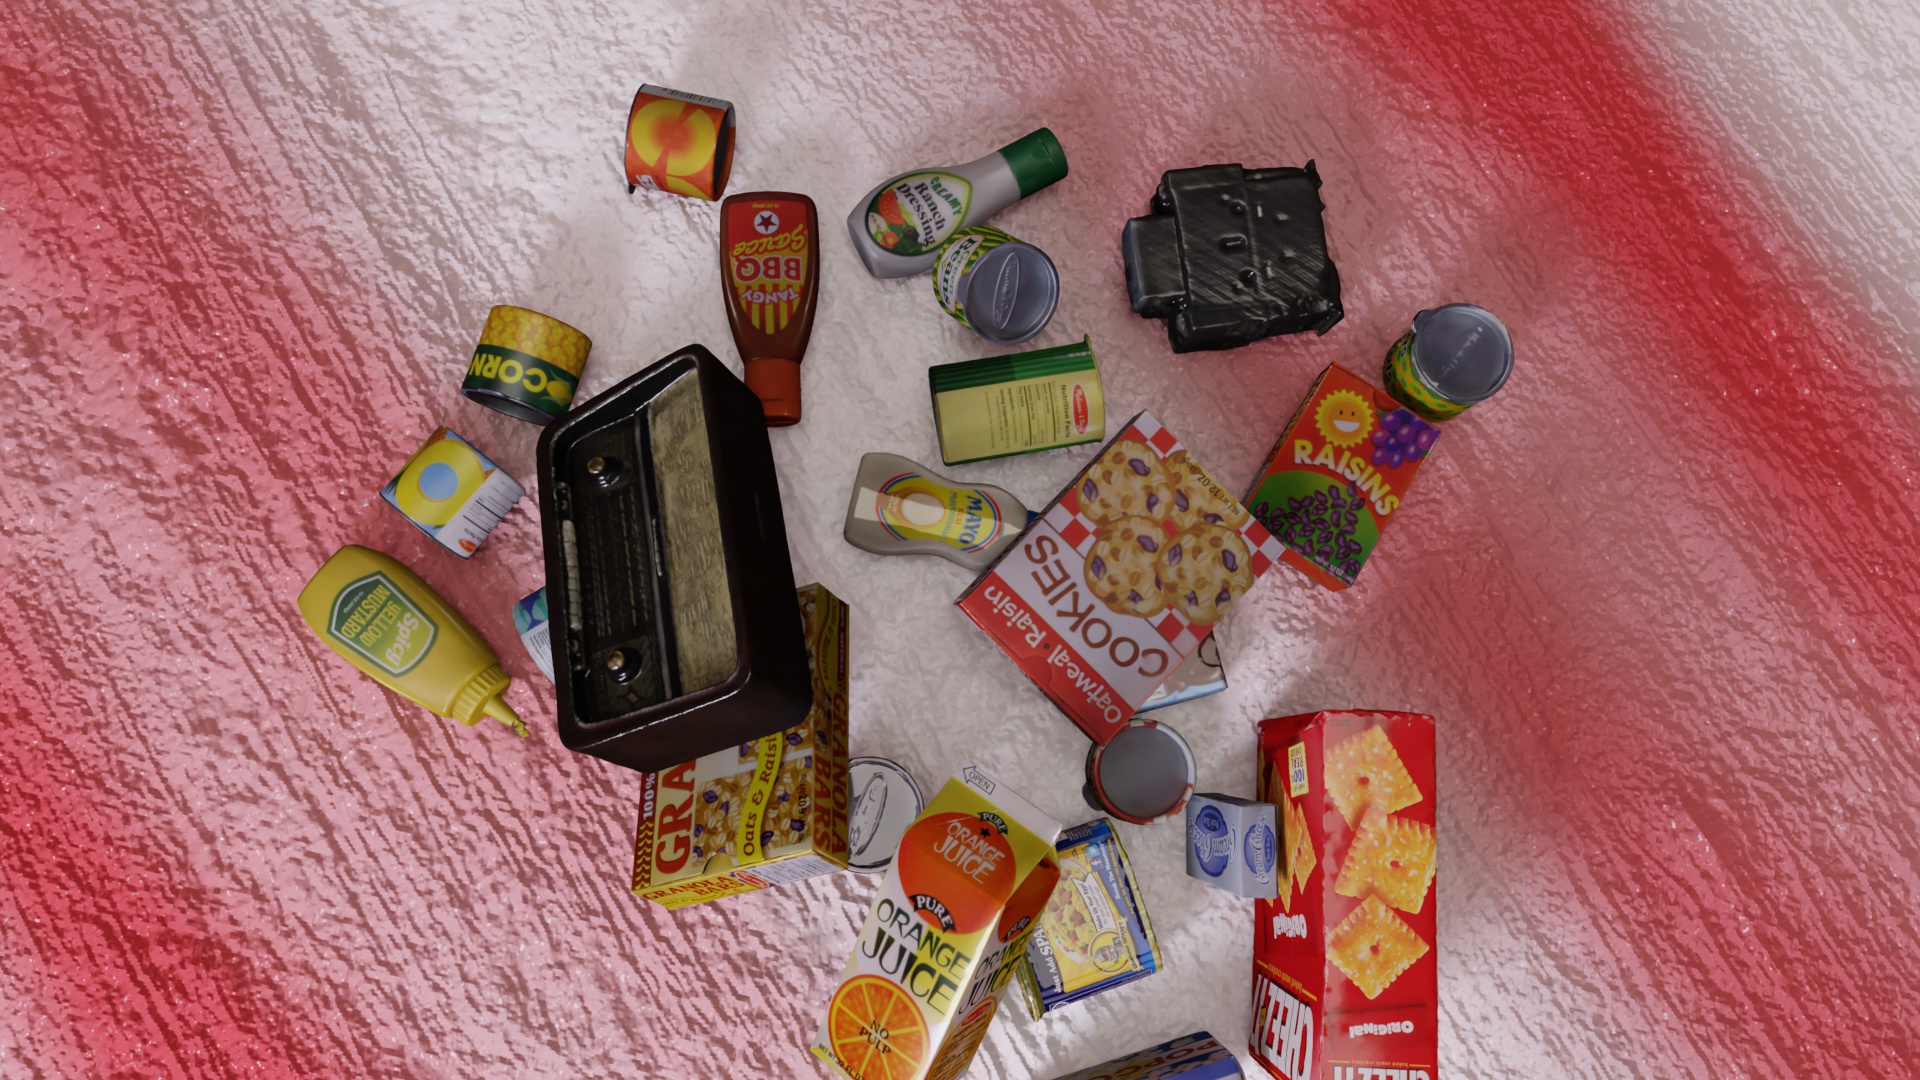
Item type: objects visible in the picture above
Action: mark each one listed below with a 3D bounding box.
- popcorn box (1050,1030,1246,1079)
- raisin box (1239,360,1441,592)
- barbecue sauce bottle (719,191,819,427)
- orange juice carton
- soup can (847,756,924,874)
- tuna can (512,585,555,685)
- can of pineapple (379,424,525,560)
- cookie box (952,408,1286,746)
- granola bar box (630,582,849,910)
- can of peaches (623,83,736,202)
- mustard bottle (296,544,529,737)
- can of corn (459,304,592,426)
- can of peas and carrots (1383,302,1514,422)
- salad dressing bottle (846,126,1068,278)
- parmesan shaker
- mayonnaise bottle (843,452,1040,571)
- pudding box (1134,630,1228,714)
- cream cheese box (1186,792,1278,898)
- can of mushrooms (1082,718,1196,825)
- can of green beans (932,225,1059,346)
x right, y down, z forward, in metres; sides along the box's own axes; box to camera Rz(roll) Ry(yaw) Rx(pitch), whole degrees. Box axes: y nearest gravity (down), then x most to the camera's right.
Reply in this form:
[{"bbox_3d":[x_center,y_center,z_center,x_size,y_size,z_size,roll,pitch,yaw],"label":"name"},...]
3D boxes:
[{"bbox_3d":[0.101,0.331,0.816,0.127,0.085,0.038,-17,82,-5],"label":"popcorn box"},{"bbox_3d":[0.243,-0.041,0.904,0.086,0.040,0.123,33,80,3],"label":"raisin box"},{"bbox_3d":[-0.123,-0.149,0.900,0.065,0.043,0.148,-2,82,-5],"label":"barbecue sauce bottle"},{"bbox_3d":[-0.007,0.222,0.789,0.072,0.073,0.192,30,107,25],"label":"orange juice carton"},{"bbox_3d":[-0.058,0.162,0.835,0.071,0.083,0.071,0,81,-3],"label":"soup can"},{"bbox_3d":[-0.242,0.057,0.852,0.033,0.071,0.071,-31,84,-2],"label":"tuna can"},{"bbox_3d":[-0.315,-0.031,0.861,0.071,0.071,0.058,38,81,3],"label":"can of pineapple"},{"bbox_3d":[0.097,0.022,0.849,0.123,0.040,0.168,45,80,-2],"label":"cookie box"},{"bbox_3d":[-0.126,0.117,0.805,0.124,0.039,0.166,-18,55,23],"label":"granola bar box"},{"bbox_3d":[-0.182,-0.256,0.903,0.058,0.071,0.071,11,81,-2],"label":"can of peaches"},{"bbox_3d":[-0.327,0.069,0.853,0.160,0.048,0.065,36,83,3],"label":"mustard bottle"},{"bbox_3d":[-0.273,-0.110,0.873,0.071,0.071,0.058,16,80,0],"label":"can of corn"},{"bbox_3d":[0.316,-0.116,0.909,0.071,0.058,0.071,0,81,-2],"label":"can of peas and carrots"},{"bbox_3d":[-0.001,-0.225,0.918,0.148,0.044,0.064,-28,87,-7],"label":"salad dressing bottle"},{"bbox_3d":[0.034,-0.090,0.886,0.103,0.071,0.071,-9,82,-3],"label":"parmesan shaker"},{"bbox_3d":[0.003,-0.011,0.886,0.148,0.041,0.065,13,81,-1],"label":"mayonnaise bottle"},{"bbox_3d":[0.122,0.082,0.883,0.084,0.030,0.050,-14,81,-5],"label":"pudding box"},{"bbox_3d":[0.162,0.181,0.833,0.024,0.103,0.053,2,83,-8],"label":"cream cheese box"},{"bbox_3d":[0.111,0.146,0.871,0.071,0.033,0.071,0,82,-3],"label":"can of mushrooms"},{"bbox_3d":[0.022,-0.164,0.889,0.071,0.058,0.071,-9,116,-20],"label":"can of green beans"}]
